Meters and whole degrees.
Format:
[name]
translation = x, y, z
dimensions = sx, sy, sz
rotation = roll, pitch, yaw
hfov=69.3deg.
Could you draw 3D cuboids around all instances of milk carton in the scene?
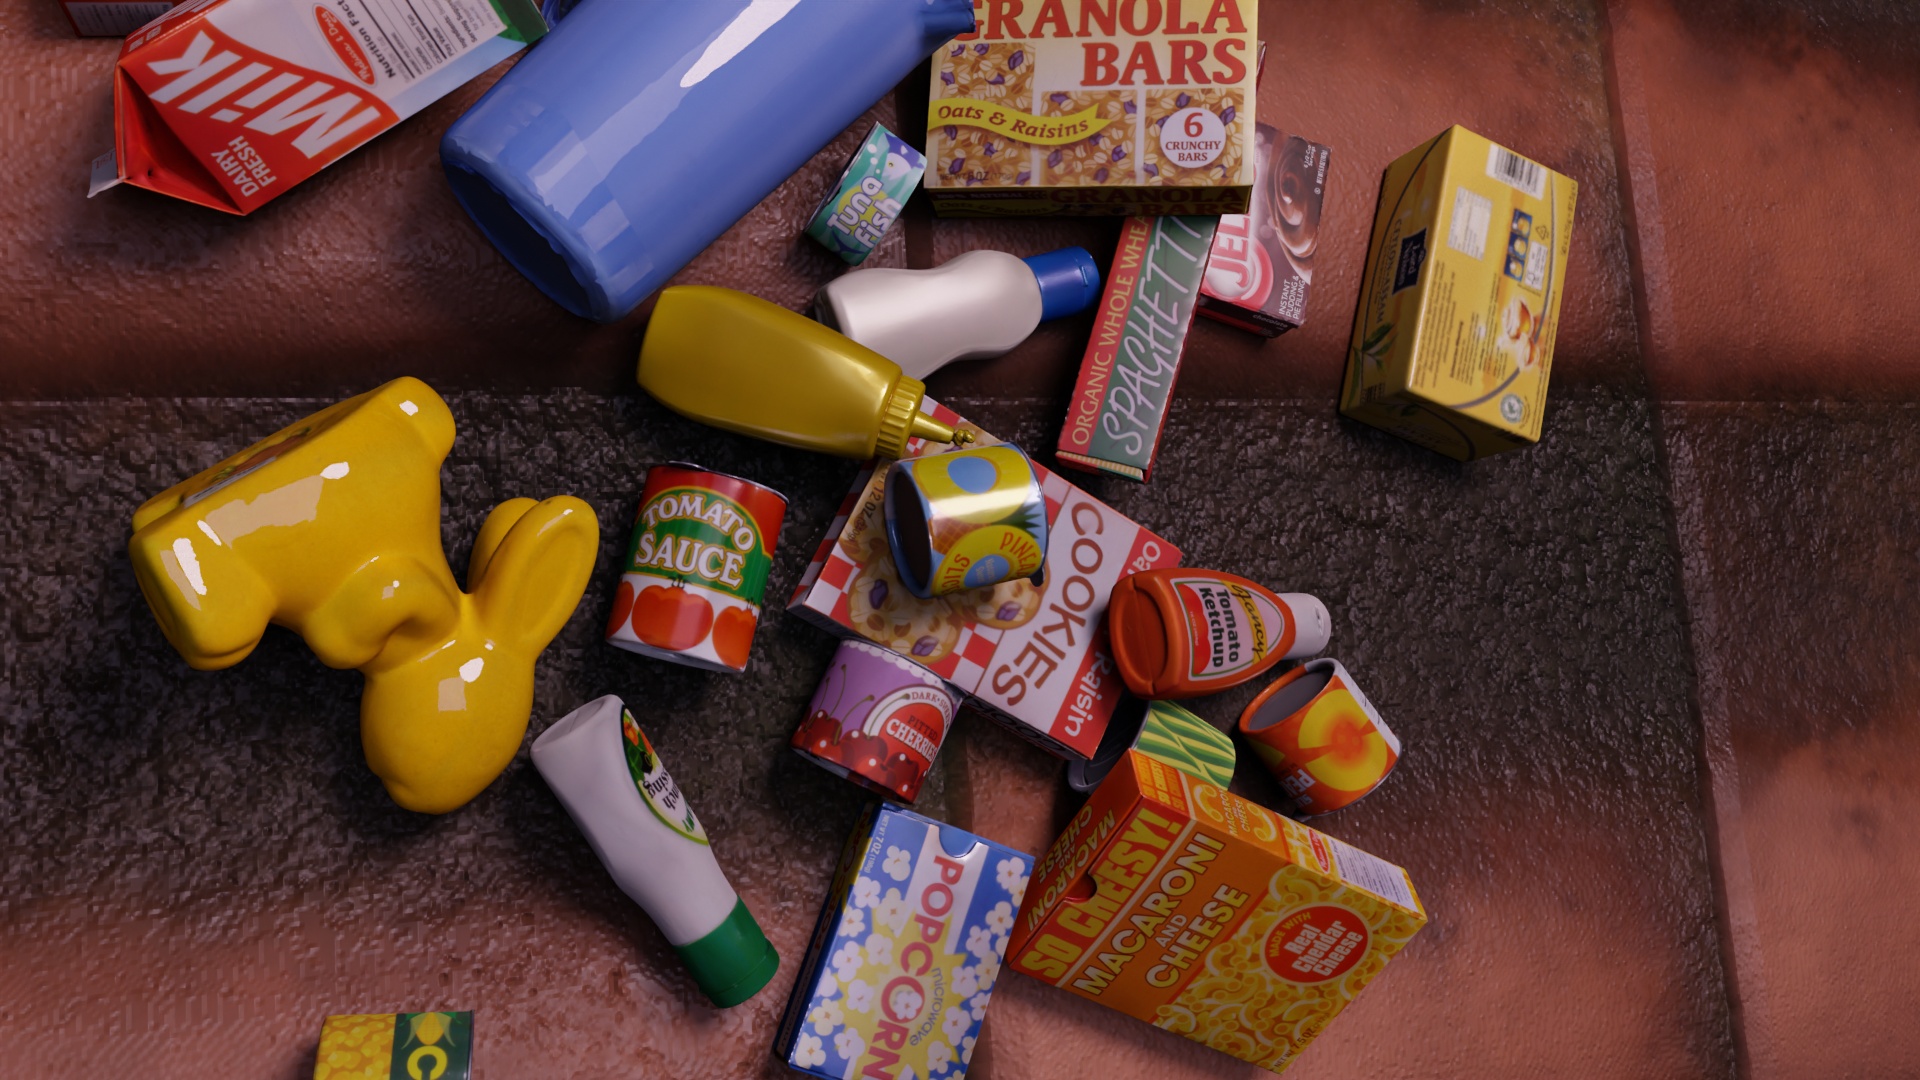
[milk carton]
translation = -0.280, -0.202, 0.584
dimensions = 0.191, 0.072, 0.073
rotation = -36, 126, -9

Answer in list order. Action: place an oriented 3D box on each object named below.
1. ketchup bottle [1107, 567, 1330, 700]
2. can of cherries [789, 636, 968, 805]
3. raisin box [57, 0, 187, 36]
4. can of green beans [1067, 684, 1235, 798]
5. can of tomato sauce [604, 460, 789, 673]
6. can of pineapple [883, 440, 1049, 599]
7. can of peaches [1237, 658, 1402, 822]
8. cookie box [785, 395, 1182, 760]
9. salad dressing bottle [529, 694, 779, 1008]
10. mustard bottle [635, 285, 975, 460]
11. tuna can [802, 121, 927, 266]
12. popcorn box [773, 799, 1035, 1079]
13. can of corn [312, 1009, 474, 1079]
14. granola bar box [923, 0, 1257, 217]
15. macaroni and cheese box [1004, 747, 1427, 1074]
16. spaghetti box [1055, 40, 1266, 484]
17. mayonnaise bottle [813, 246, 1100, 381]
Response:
[ketchup bottle]
translation = 0.138, 0.046, 0.718
dimensions = 0.149, 0.043, 0.065
rotation = 1, 76, -46
[can of cherries]
translation = -0.038, 0.086, 0.658
dimensions = 0.071, 0.071, 0.058
rotation = 30, 74, -14
[raisin box]
translation = -0.332, -0.272, 0.617
dimensions = 0.124, 0.040, 0.086
rotation = -9, 86, -20
[can of green beans]
translation = 0.097, 0.113, 0.707
dimensions = 0.058, 0.071, 0.071
rotation = 35, 72, -13
[can of tomato sauce]
translation = -0.121, 0.013, 0.638
dimensions = 0.071, 0.071, 0.083
rotation = 16, 78, -18
[can of pineapple]
translation = 0.002, -0.008, 0.645
dimensions = 0.058, 0.071, 0.071
rotation = -11, 87, -20
[can of peaches]
translation = 0.190, 0.106, 0.743
dimensions = 0.071, 0.071, 0.058
rotation = -40, 97, -21
[cookie box]
translation = 0.016, 0.020, 0.704
dimensions = 0.167, 0.040, 0.123
rotation = 30, 73, -14
[salad dressing bottle]
translation = -0.134, 0.141, 0.622
dimensions = 0.044, 0.064, 0.147
rotation = -31, 103, -3
[mustard bottle]
translation = -0.070, -0.071, 0.656
dimensions = 0.160, 0.049, 0.065
rotation = 20, 100, 2
[tuna can]
translation = -0.047, -0.171, 0.692
dimensions = 0.033, 0.071, 0.071
rotation = 33, 73, -14
[popcorn box]
translation = -0.026, 0.198, 0.664
dimensions = 0.085, 0.038, 0.127
rotation = 24, 75, -15
[can of corn]
translation = -0.231, 0.227, 0.565
dimensions = 0.058, 0.071, 0.071
rotation = 5, 81, -19
[granola bar box]
translation = 0.069, -0.232, 0.722
dimensions = 0.165, 0.039, 0.124
rotation = 2, 79, 9
[macaroni and cheese box]
translation = 0.123, 0.186, 0.684
dimensions = 0.166, 0.040, 0.123
rotation = 25, 115, -16
[spaghetti box]
translation = 0.107, -0.151, 0.734
dimensions = 0.050, 0.028, 0.250
rotation = 15, 80, 12
[mayonnaise bottle]
translation = 0.001, -0.119, 0.719
dimensions = 0.148, 0.041, 0.064
rotation = -18, 96, -23
